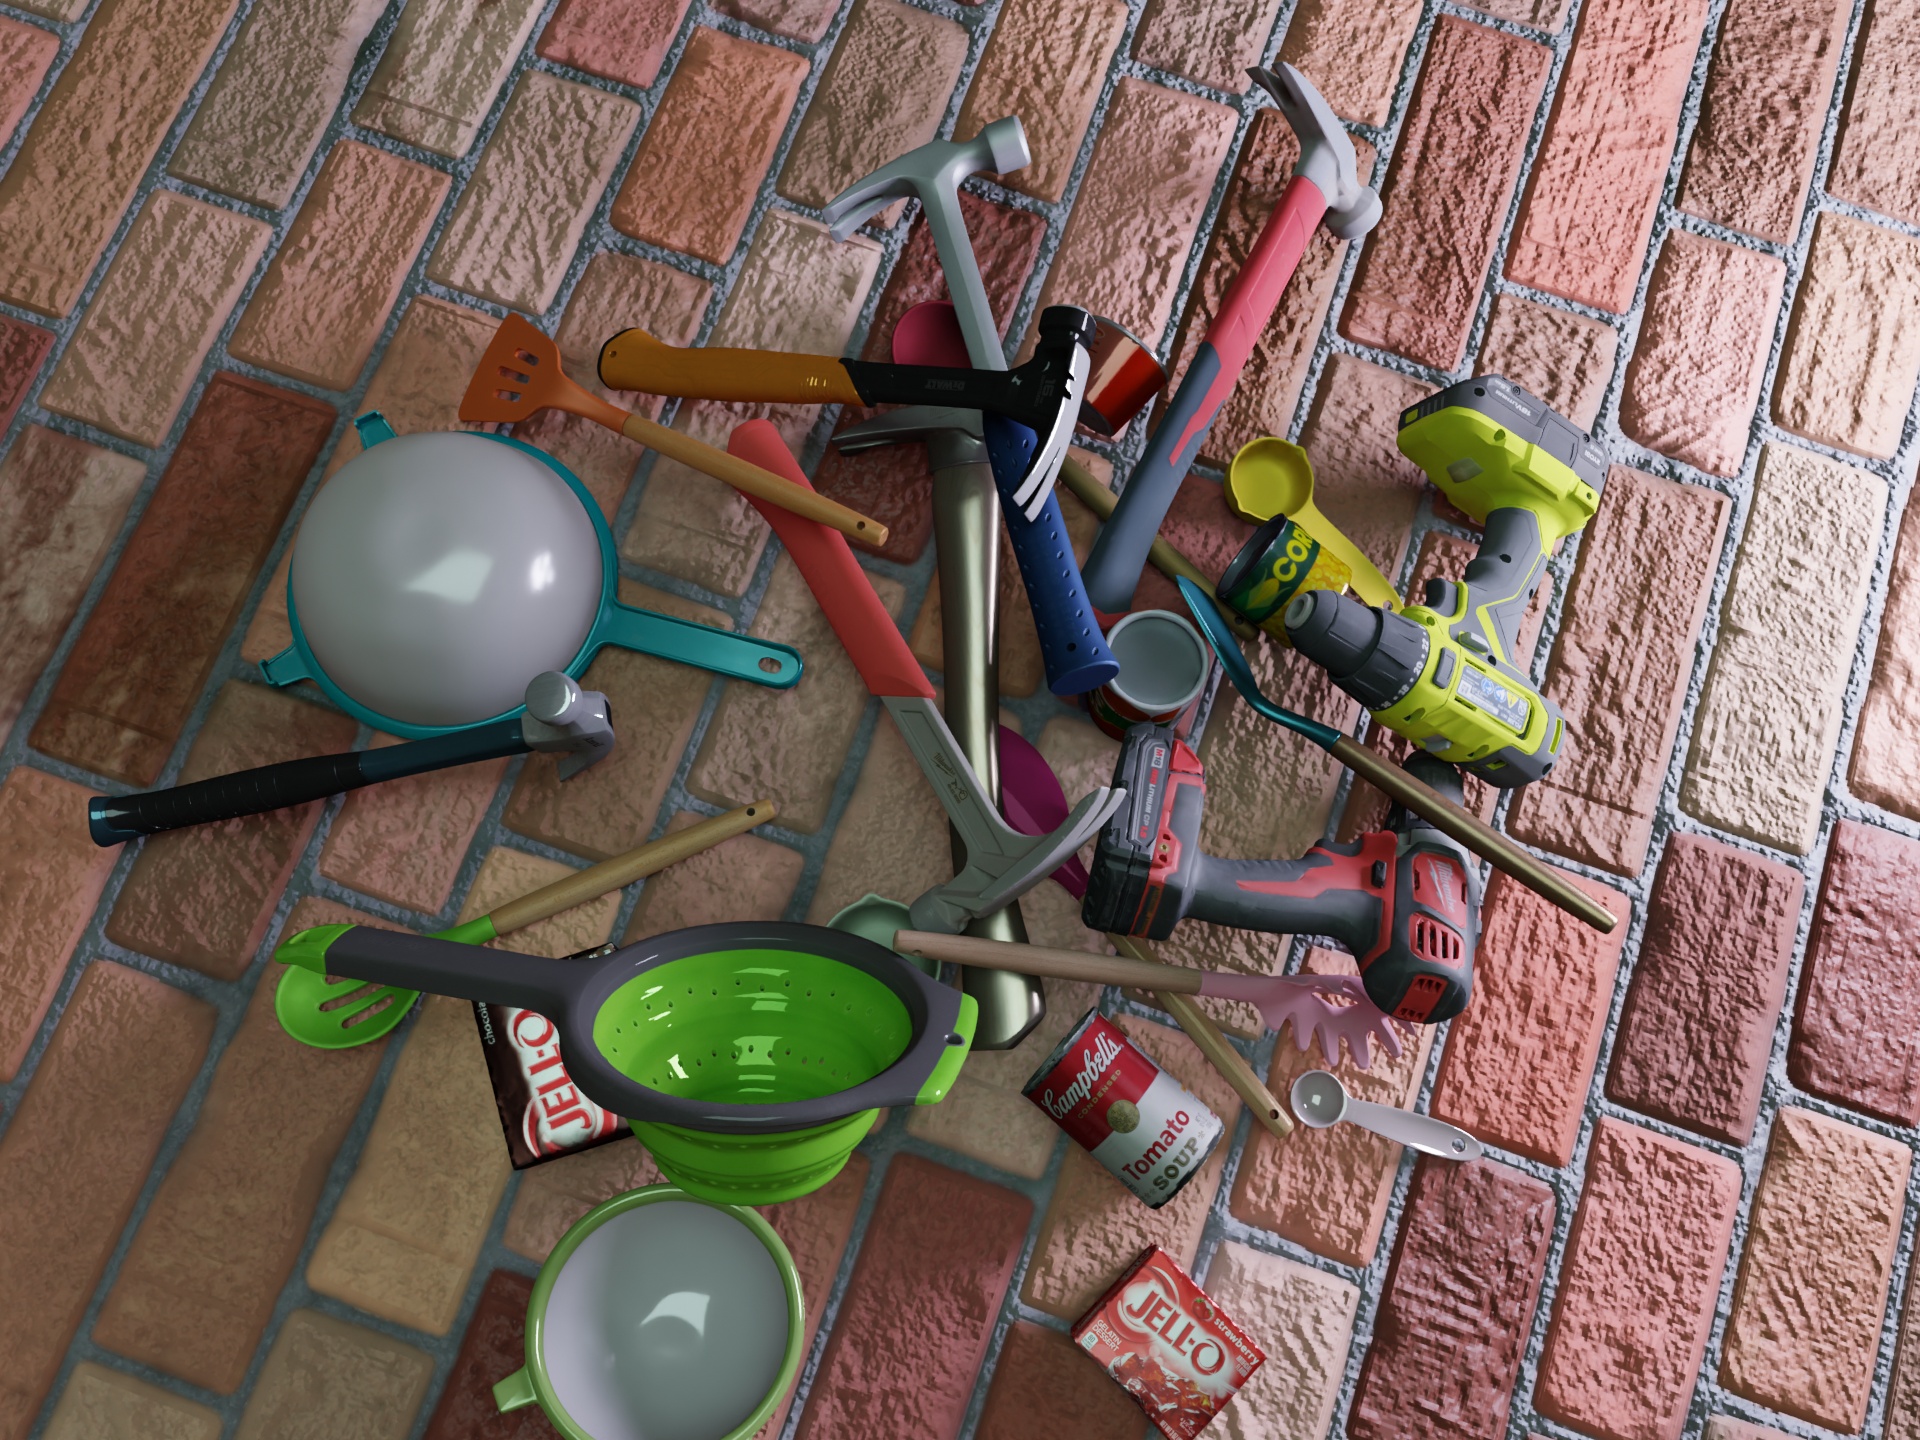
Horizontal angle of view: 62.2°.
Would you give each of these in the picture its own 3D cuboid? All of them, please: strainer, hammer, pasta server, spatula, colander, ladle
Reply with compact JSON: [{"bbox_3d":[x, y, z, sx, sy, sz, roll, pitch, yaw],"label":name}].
[{"bbox_3d":[-0.265,-0.082,0.985,0.340,0.095,0.211,15,76,3],"label":"strainer"},{"bbox_3d":[0.018,-0.200,0.991,0.144,0.035,0.406,-18,66,7],"label":"hammer"},{"bbox_3d":[-0.367,0.030,0.954,0.331,0.128,0.033,-11,76,5],"label":"hammer"},{"bbox_3d":[0.115,0.156,0.934,0.316,0.060,0.040,10,40,-12],"label":"pasta server"},{"bbox_3d":[-0.002,-0.003,0.992,0.146,0.038,0.411,-6,77,11],"label":"hammer"},{"bbox_3d":[0.250,0.019,0.939,0.318,0.082,0.044,36,100,19],"label":"spatula"},{"bbox_3d":[0.154,-0.232,1.019,0.038,0.143,0.386,13,69,48],"label":"hammer"},{"bbox_3d":[-0.192,0.185,0.880,0.397,0.204,0.094,8,111,11],"label":"colander"},{"bbox_3d":[-0.185,-0.176,1.006,0.323,0.041,0.081,25,88,14],"label":"spatula"},{"bbox_3d":[-0.046,-0.051,0.971,0.149,0.036,0.359,-41,66,23],"label":"hammer"},{"bbox_3d":[0.077,-0.161,1.051,0.315,0.031,0.069,43,93,6],"label":"ladle"},{"bbox_3d":[-0.086,-0.204,0.990,0.337,0.034,0.127,10,77,24],"label":"hammer"},{"bbox_3d":[-0.149,0.299,0.918,0.151,0.069,0.257,16,59,4],"label":"strainer"}]

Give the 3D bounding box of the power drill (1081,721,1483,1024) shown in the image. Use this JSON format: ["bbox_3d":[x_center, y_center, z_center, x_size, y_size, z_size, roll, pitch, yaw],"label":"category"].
[{"bbox_3d":[0.199,0.072,0.954,0.226,0.080,0.188,14,48,4],"label":"power drill"}]

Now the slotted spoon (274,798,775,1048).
[{"bbox_3d":[-0.259,0.116,0.971,0.314,0.031,0.070,-23,72,-9],"label":"slotted spoon"}]

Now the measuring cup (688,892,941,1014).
[{"bbox_3d":[-0.093,0.154,0.964,0.167,0.038,0.083,-8,77,3],"label":"measuring cup"}]

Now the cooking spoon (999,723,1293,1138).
[{"bbox_3d":[0.095,0.126,0.980,0.069,0.017,0.319,-38,77,-10],"label":"cooking spoon"}]

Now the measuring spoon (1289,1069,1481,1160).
[{"bbox_3d":[0.256,0.243,0.963,0.124,0.018,0.034,19,76,-4],"label":"measuring spoon"}]

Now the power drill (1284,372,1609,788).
[{"bbox_3d":[0.304,-0.094,0.984,0.190,0.080,0.229,28,70,-18],"label":"power drill"}]

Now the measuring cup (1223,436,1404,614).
[{"bbox_3d":[0.235,-0.120,1.051,0.062,0.029,0.156,-44,93,-11],"label":"measuring cup"}]
